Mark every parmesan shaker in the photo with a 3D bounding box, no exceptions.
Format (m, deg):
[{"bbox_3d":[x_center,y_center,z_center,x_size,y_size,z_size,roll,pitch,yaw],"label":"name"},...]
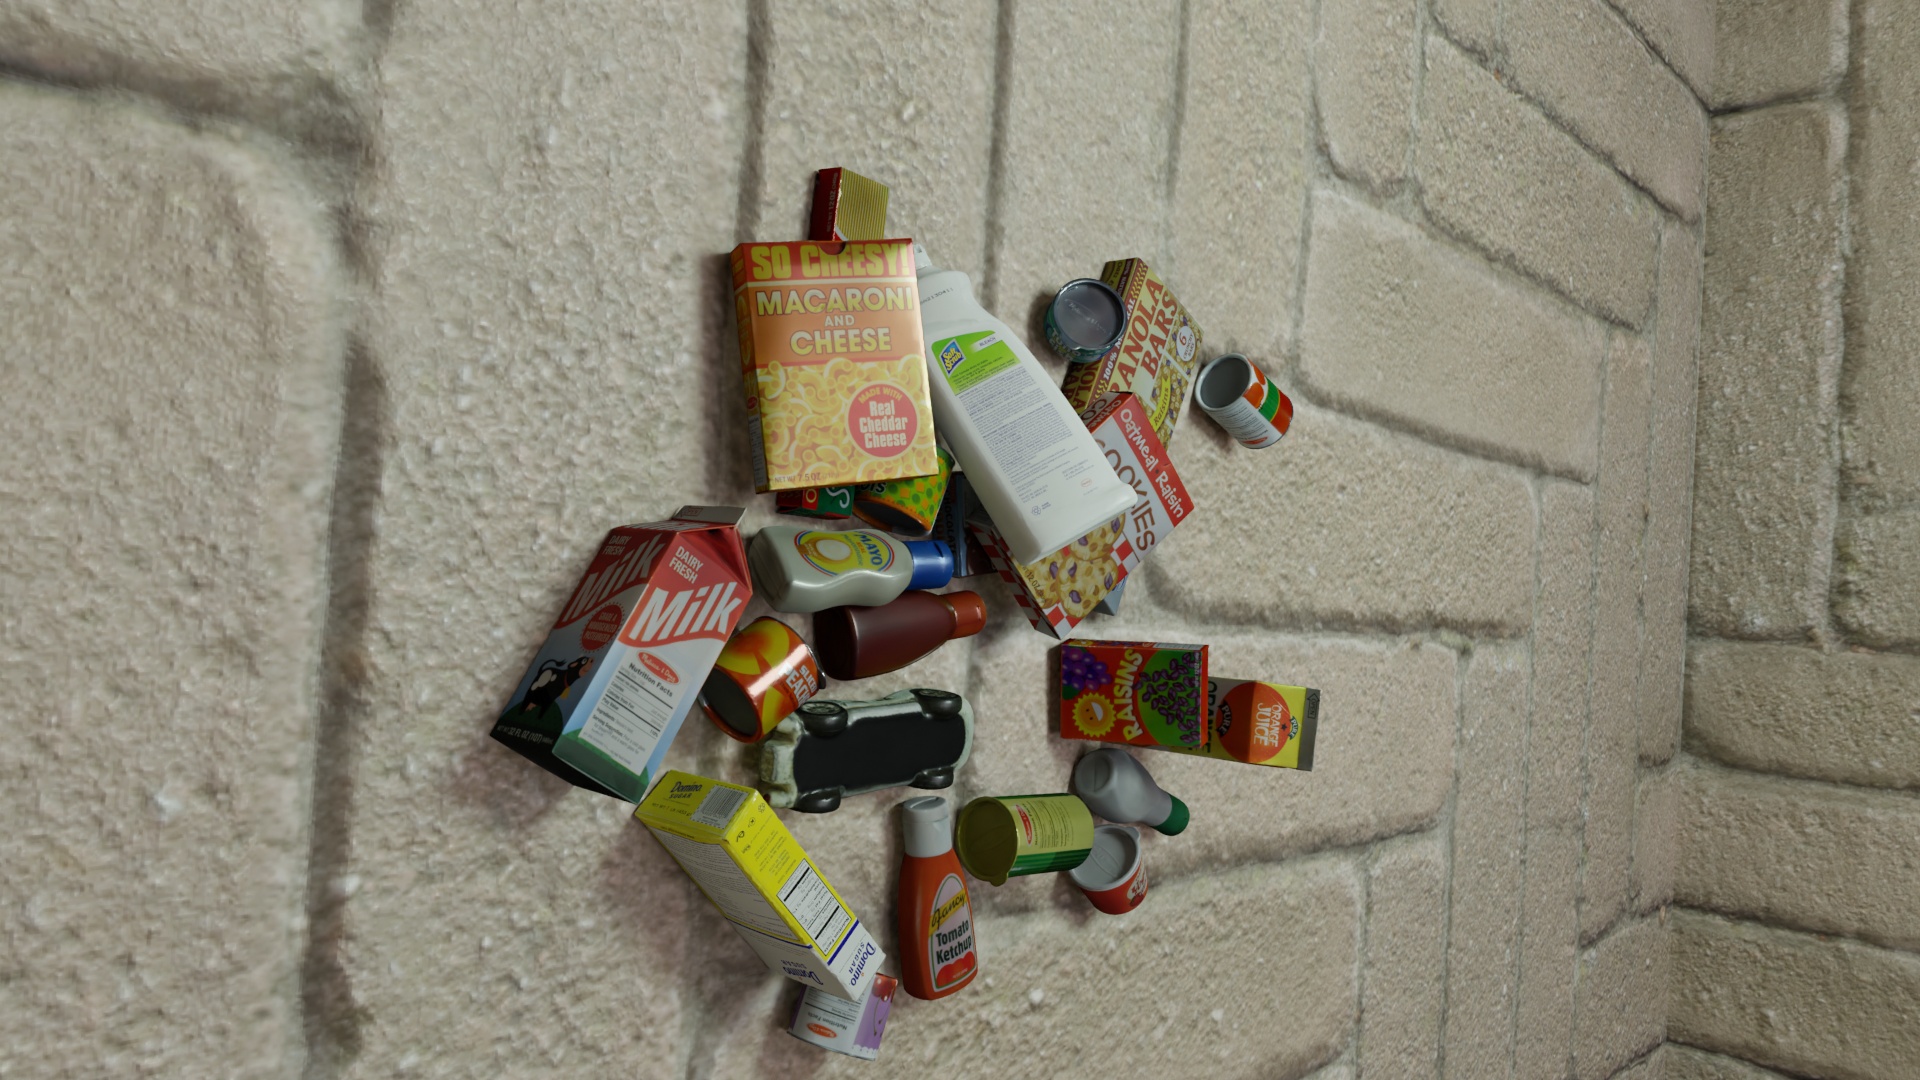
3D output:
[{"bbox_3d":[0.055,0.244,1.139,0.103,0.071,0.071,9,85,-48],"label":"parmesan shaker"}]

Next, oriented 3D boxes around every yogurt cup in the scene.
[{"bbox_3d":[0.133,0.294,1.231,0.073,0.072,0.053,-53,136,-32],"label":"yogurt cup"}]

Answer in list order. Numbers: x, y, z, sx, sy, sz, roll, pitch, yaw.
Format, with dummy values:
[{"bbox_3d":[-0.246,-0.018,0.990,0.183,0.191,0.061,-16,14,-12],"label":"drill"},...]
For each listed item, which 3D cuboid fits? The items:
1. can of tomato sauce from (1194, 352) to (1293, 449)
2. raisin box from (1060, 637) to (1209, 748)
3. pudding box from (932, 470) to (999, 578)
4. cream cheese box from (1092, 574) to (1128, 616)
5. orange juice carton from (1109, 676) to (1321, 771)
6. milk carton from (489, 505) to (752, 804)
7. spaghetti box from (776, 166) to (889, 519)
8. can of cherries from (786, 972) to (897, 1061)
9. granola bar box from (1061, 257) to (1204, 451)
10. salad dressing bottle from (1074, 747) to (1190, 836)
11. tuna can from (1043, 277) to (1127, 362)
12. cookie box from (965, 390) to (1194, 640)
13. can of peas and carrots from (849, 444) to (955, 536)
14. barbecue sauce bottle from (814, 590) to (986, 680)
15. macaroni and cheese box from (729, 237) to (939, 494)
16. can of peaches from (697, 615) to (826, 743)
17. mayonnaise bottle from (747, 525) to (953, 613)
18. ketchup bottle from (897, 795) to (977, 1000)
[{"bbox_3d":[0.279,-0.139,1.371,0.083,0.071,0.071,32,68,-43],"label":"can of tomato sauce"},{"bbox_3d":[0.149,0.130,1.195,0.040,0.123,0.086,-12,103,-70],"label":"raisin box"},{"bbox_3d":[0.004,-0.014,1.102,0.050,0.030,0.083,-9,98,-48],"label":"pudding box"},{"bbox_3d":[0.119,0.021,1.215,0.103,0.024,0.053,50,55,-53],"label":"cream cheese box"},{"bbox_3d":[0.229,0.158,1.233,0.073,0.192,0.072,15,80,-48],"label":"orange juice carton"},{"bbox_3d":[-0.197,0.057,0.856,0.073,0.072,0.191,45,61,-39],"label":"milk carton"},{"bbox_3d":[-0.091,-0.139,0.995,0.050,0.028,0.250,11,83,-46],"label":"spaghetti box"},{"bbox_3d":[-0.084,0.334,0.996,0.071,0.071,0.058,33,67,-43],"label":"can of cherries"},{"bbox_3d":[0.156,-0.152,1.255,0.124,0.039,0.166,37,65,-41],"label":"granola bar box"},{"bbox_3d":[0.160,0.235,1.271,0.147,0.044,0.064,35,48,-44],"label":"salad dressing bottle"},{"bbox_3d":[0.104,-0.184,1.180,0.071,0.032,0.071,3,74,-12],"label":"tuna can"},{"bbox_3d":[0.100,-0.022,1.116,0.168,0.040,0.122,-43,119,-18],"label":"cookie box"},{"bbox_3d":[-0.046,-0.043,1.021,0.071,0.071,0.059,35,67,-43],"label":"can of peas and carrots"},{"bbox_3d":[-0.041,0.064,1.046,0.149,0.043,0.065,-8,91,-48],"label":"barbecue sauce bottle"},{"bbox_3d":[-0.085,-0.120,0.949,0.124,0.040,0.166,-7,91,-23],"label":"macaroni and cheese box"},{"bbox_3d":[-0.135,0.094,0.925,0.058,0.071,0.071,-37,118,-39],"label":"can of peaches"},{"bbox_3d":[-0.073,0.018,0.982,0.148,0.065,0.041,-2,135,-38],"label":"mayonnaise bottle"},{"bbox_3d":[-0.022,0.274,1.075,0.065,0.043,0.148,-13,101,-46],"label":"ketchup bottle"}]
